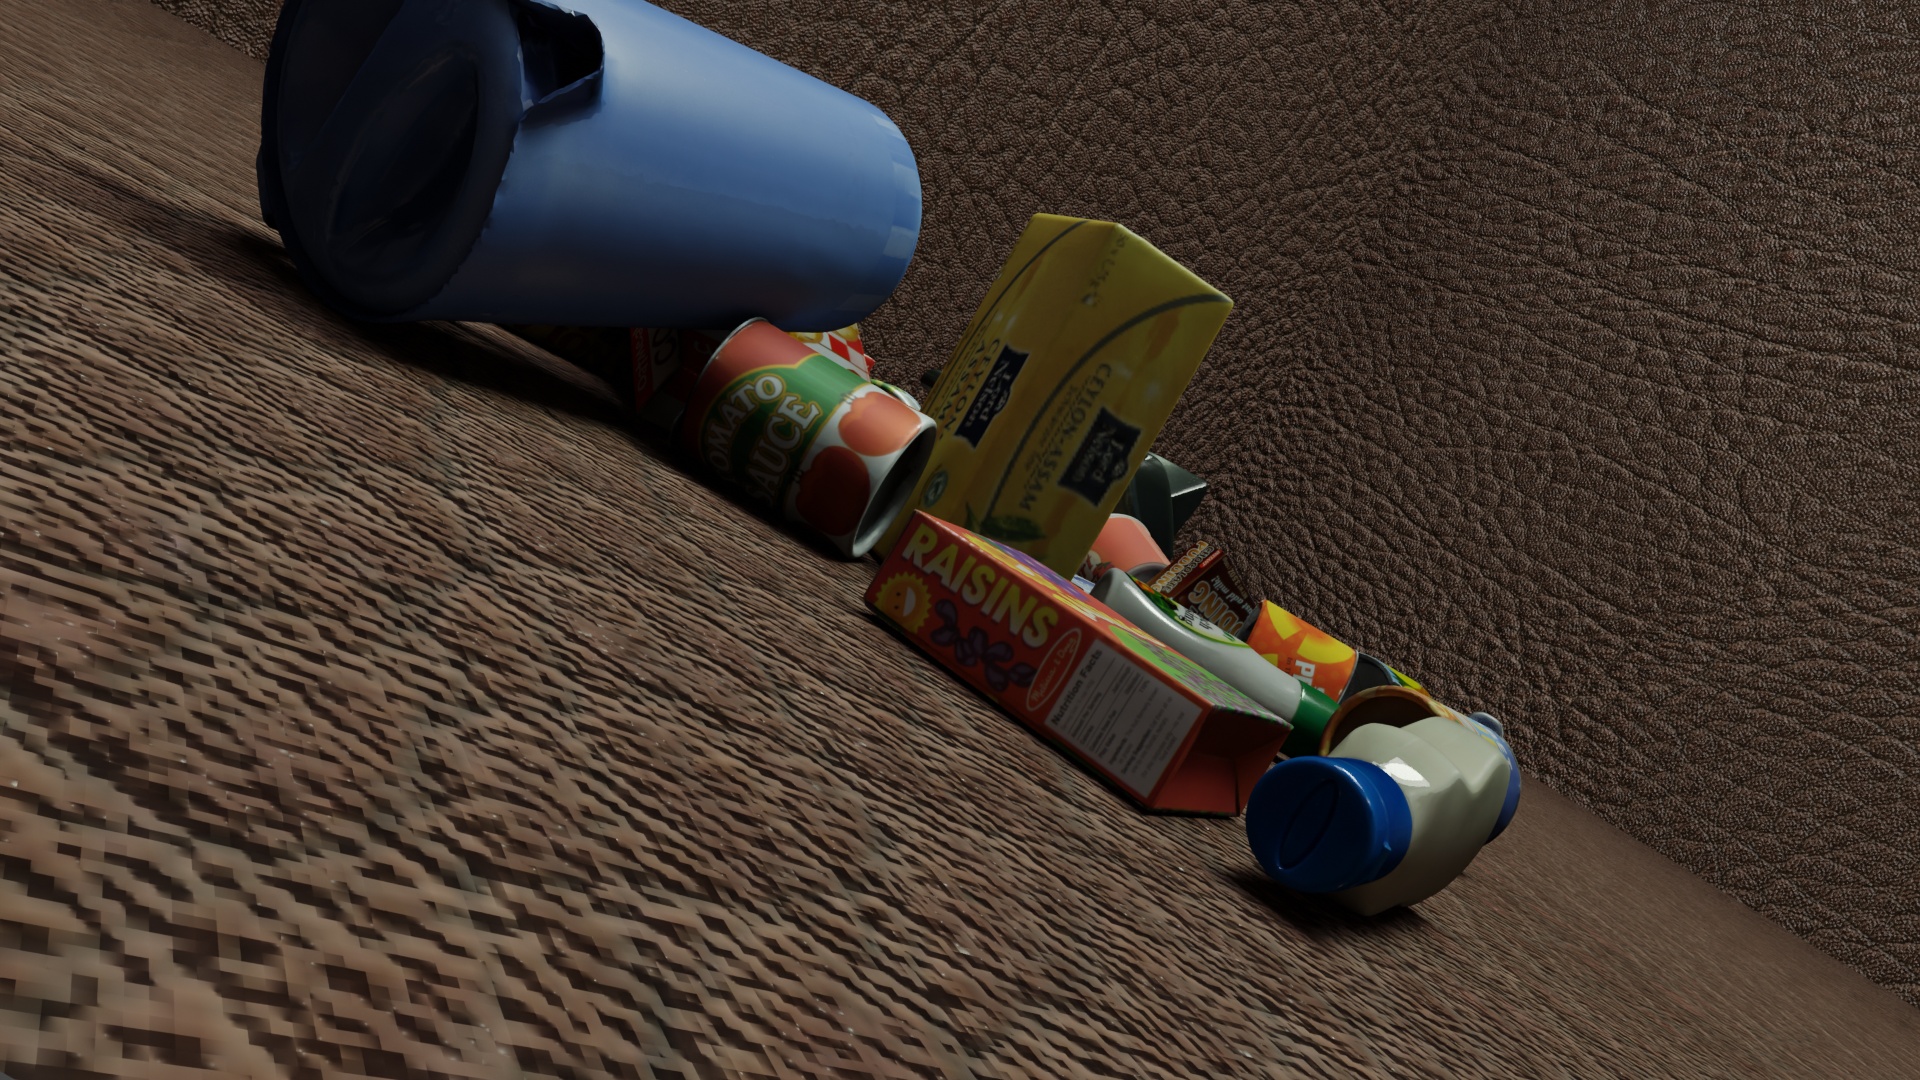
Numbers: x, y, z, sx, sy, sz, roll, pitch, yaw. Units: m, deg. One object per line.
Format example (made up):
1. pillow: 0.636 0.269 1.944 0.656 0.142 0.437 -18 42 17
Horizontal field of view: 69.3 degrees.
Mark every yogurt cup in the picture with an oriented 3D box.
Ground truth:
1. yogurt cup: 0.099 0.025 0.849 0.072 0.072 0.054 27 13 -33

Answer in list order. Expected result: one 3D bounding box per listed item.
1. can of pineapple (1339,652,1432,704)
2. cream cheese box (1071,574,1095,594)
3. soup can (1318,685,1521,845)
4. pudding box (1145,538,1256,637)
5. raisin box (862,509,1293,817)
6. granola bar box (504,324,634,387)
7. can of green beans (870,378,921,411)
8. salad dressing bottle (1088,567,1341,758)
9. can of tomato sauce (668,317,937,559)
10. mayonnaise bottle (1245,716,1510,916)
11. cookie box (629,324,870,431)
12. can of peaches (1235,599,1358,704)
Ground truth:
1. can of pineapple: 0.255 0.109 0.861 0.058 0.071 0.071 26 6 -40
2. cream cheese box: 0.081 0.043 0.775 0.104 0.024 0.053 26 6 -38
3. soup can: 0.217 0.105 0.651 0.084 0.071 0.071 25 7 -47
4. pudding box: 0.149 0.047 0.825 0.083 0.050 0.030 56 -8 -28
5. raisin box: 0.039 0.041 0.462 0.123 0.040 0.086 34 7 30
6. granola bar box: -0.161 -0.132 0.743 0.165 0.039 0.125 26 39 -37
7. can of green beans: -0.052 -0.057 0.781 0.071 0.071 0.058 30 5 2
8. salad dressing bottle: 0.128 0.067 0.688 0.147 0.044 0.064 29 3 -6
9. can of tomato sauce: -0.062 -0.040 0.555 0.083 0.071 0.071 31 5 8
10. mayonnaise bottle: 0.130 0.085 0.430 0.041 0.064 0.148 33 10 31
11. cookie box: -0.105 -0.105 0.698 0.123 0.040 0.168 25 35 -37
12. can of peaches: 0.175 0.075 0.760 0.058 0.071 0.071 30 5 6
